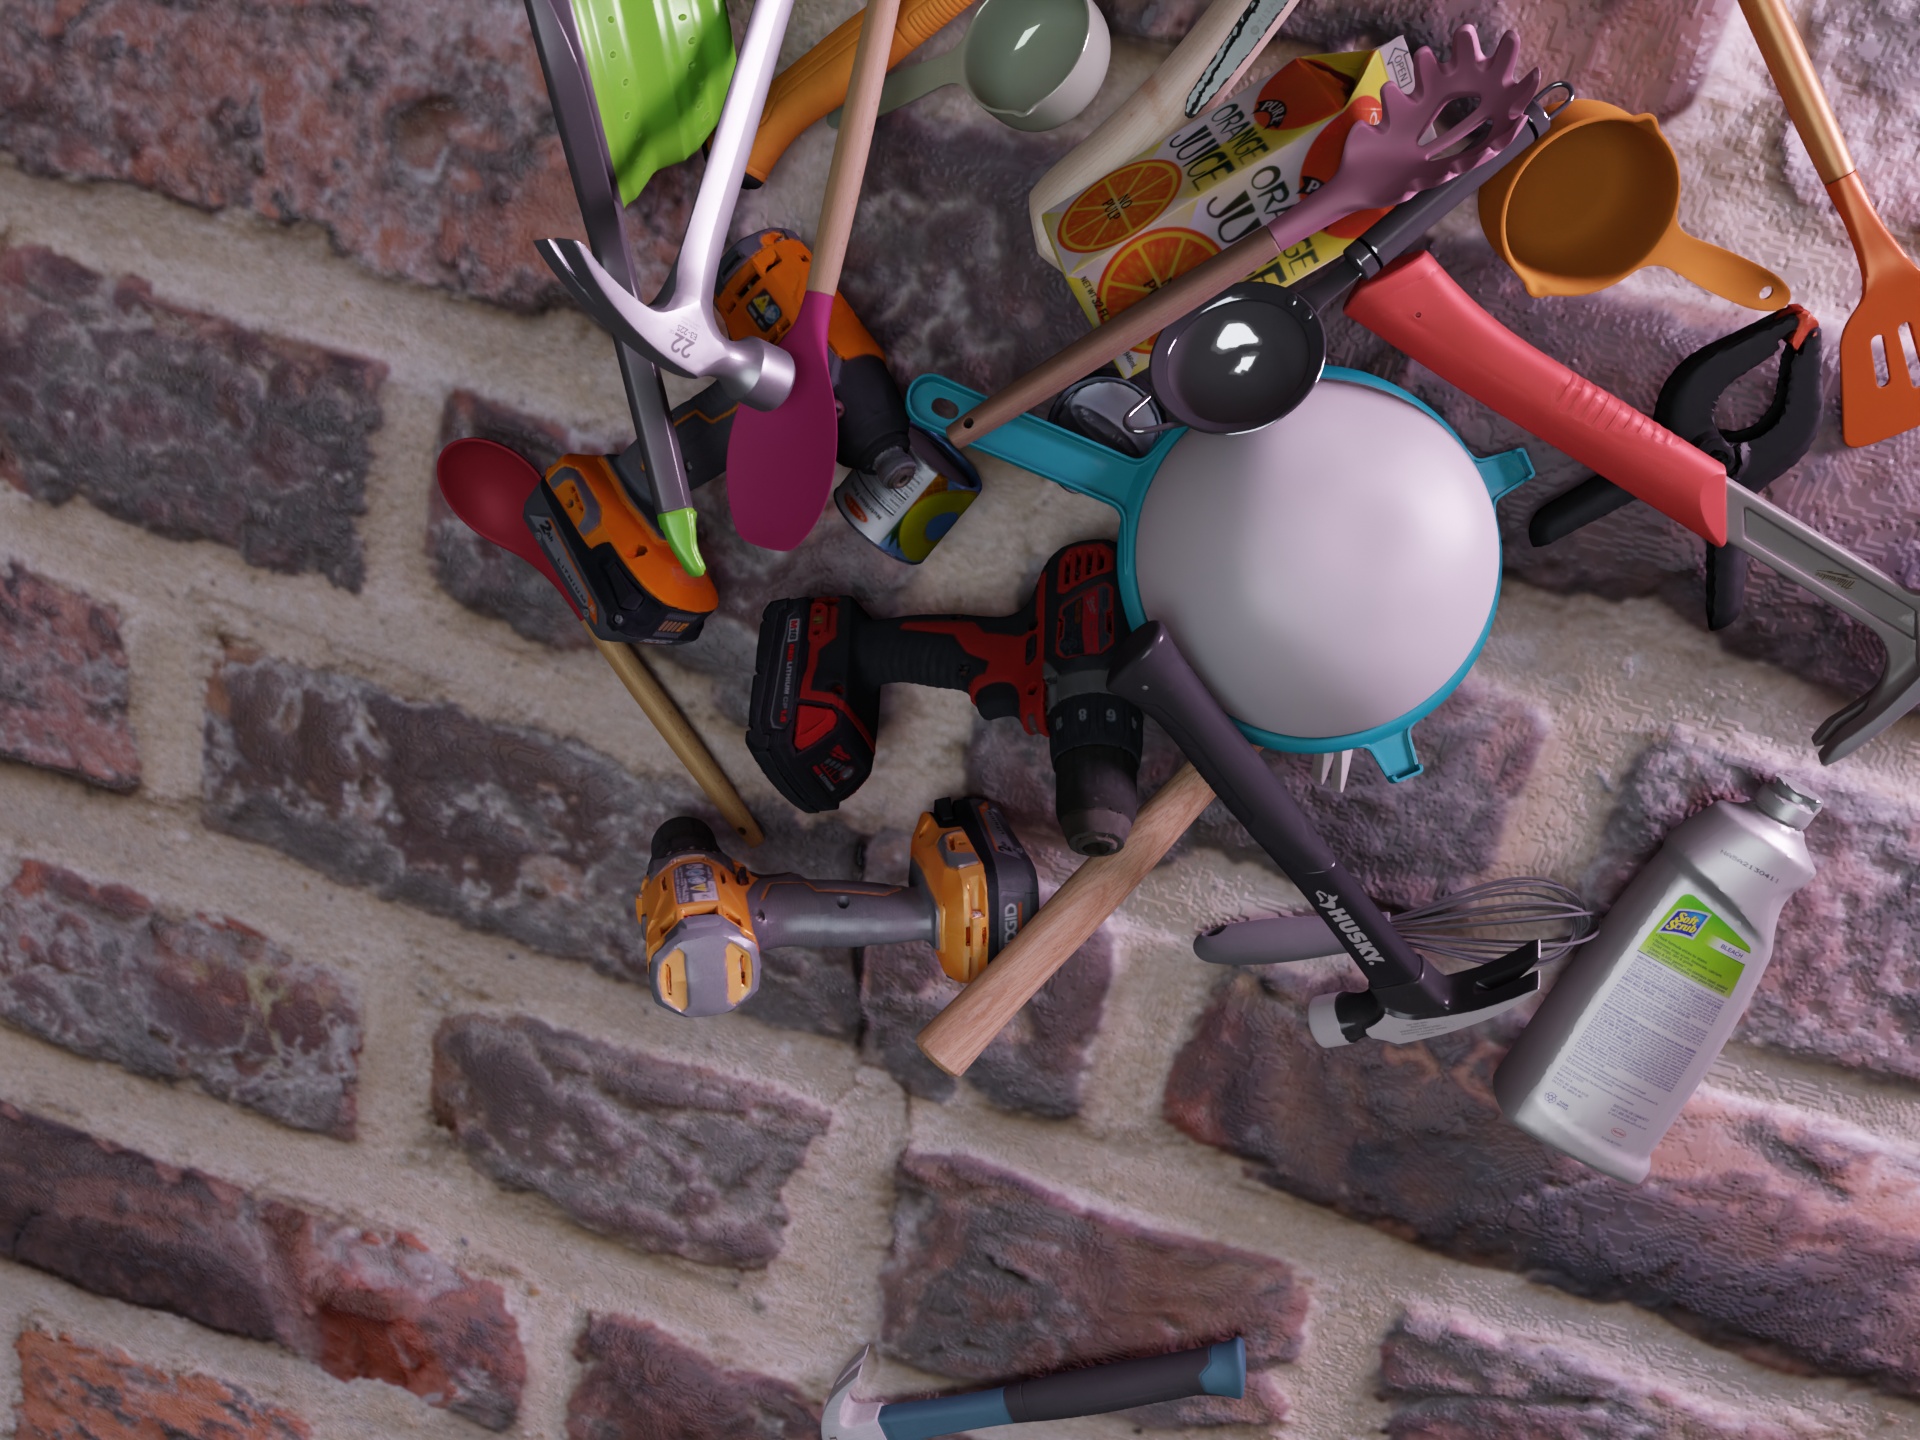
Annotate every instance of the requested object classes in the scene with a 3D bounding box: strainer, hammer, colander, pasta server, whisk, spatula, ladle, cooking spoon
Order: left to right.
[{"bbox_3d":[-0.219,-0.046,1.007,0.069,0.031,0.315,-27,105,30],"label":"ladle"},{"bbox_3d":[-0.150,-0.276,0.817,0.094,0.204,0.397,-14,98,-7],"label":"colander"},{"bbox_3d":[-0.087,-0.364,0.759,0.035,0.144,0.405,16,90,42],"label":"hammer"},{"bbox_3d":[-0.066,-0.244,0.814,0.069,0.017,0.319,18,100,26],"label":"cooking spoon"},{"bbox_3d":[-0.005,-0.385,0.812,0.337,0.034,0.127,-28,70,27],"label":"hammer"},{"bbox_3d":[0.050,0.492,1.148,0.331,0.033,0.128,-18,107,18],"label":"hammer"},{"bbox_3d":[0.101,0.074,0.904,0.331,0.031,0.130,-47,114,-2],"label":"hammer"},{"bbox_3d":[0.124,-0.218,0.760,0.316,0.040,0.060,-29,76,18],"label":"pasta server"},{"bbox_3d":[0.133,-0.112,0.815,0.340,0.095,0.211,22,88,-4],"label":"strainer"},{"bbox_3d":[0.187,0.068,0.862,0.146,0.035,0.334,-20,126,35],"label":"hammer"},{"bbox_3d":[0.180,-0.388,0.786,0.146,0.038,0.410,38,114,-5],"label":"hammer"},{"bbox_3d":[0.188,-0.214,0.765,0.258,0.050,0.087,-39,61,10],"label":"strainer"},{"bbox_3d":[0.257,0.129,0.957,0.239,0.055,0.055,-8,109,20],"label":"whisk"},{"bbox_3d":[0.350,-0.121,0.810,0.359,0.037,0.149,31,123,-2],"label":"hammer"},{"bbox_3d":[0.418,-0.288,0.779,0.081,0.041,0.322,-26,99,20],"label":"spatula"}]

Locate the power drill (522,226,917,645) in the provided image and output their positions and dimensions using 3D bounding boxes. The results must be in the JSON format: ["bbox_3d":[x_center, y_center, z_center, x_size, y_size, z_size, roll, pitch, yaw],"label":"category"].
[{"bbox_3d":[-0.130,-0.141,0.898,0.226,0.084,0.164,-42,71,22],"label":"power drill"}]

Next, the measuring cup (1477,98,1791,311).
[{"bbox_3d":[0.340,-0.249,0.800,0.173,0.052,0.095,17,121,-18],"label":"measuring cup"}]

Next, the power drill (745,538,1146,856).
[{"bbox_3d":[-0.001,-0.003,0.898,0.227,0.188,0.080,-8,147,17],"label":"power drill"}]

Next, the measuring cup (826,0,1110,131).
[{"bbox_3d":[0.004,-0.337,0.843,0.167,0.038,0.083,-6,79,34],"label":"measuring cup"}]

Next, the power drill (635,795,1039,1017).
[{"bbox_3d":[-0.082,0.101,0.966,0.226,0.185,0.084,-5,112,-13],"label":"power drill"}]
